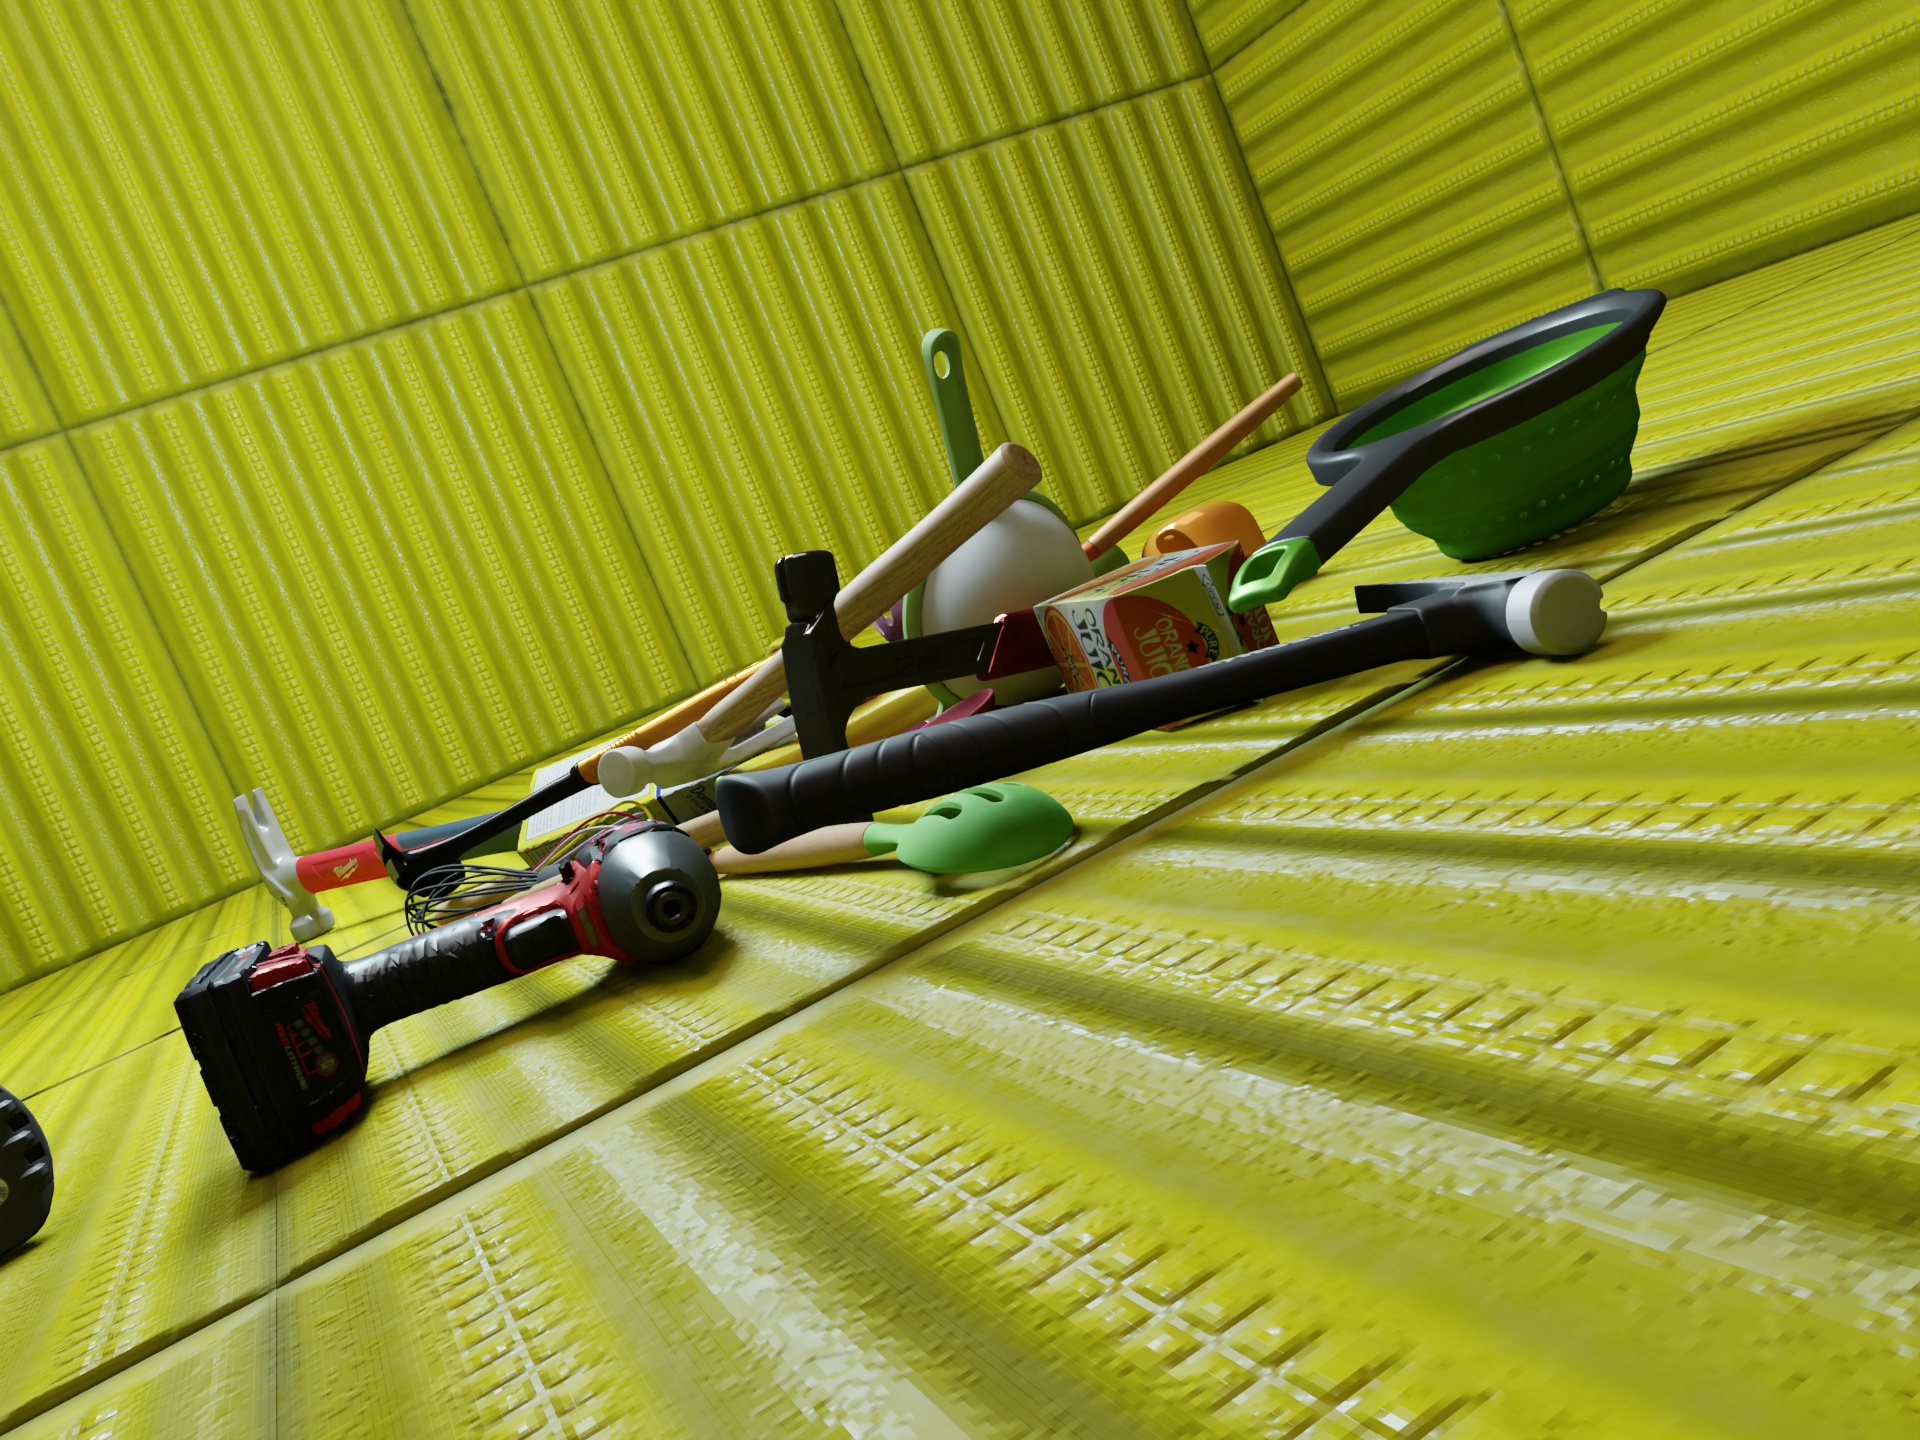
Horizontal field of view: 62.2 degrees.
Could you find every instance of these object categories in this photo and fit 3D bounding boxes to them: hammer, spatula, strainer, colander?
[{"bbox_3d":[-0.076,-0.055,0.955,0.331,0.031,0.130,-38,-13,29],"label":"hammer"},{"bbox_3d":[0.118,-0.130,1.116,0.322,0.041,0.081,-40,-8,1],"label":"spatula"},{"bbox_3d":[-0.466,0.096,1.343,0.386,0.143,0.038,-13,14,32],"label":"hammer"},{"bbox_3d":[0.030,-0.116,0.982,0.151,0.256,0.069,-31,32,-28],"label":"strainer"},{"bbox_3d":[0.259,-0.116,0.838,0.204,0.094,0.397,-16,17,46],"label":"colander"},{"bbox_3d":[-0.224,0.020,1.062,0.337,0.034,0.127,-29,-9,-10],"label":"hammer"},{"bbox_3d":[0.068,-0.006,0.631,0.334,0.035,0.146,-15,6,-9],"label":"hammer"},{"bbox_3d":[0.046,-0.038,0.924,0.037,0.149,0.359,-12,1,45],"label":"hammer"}]

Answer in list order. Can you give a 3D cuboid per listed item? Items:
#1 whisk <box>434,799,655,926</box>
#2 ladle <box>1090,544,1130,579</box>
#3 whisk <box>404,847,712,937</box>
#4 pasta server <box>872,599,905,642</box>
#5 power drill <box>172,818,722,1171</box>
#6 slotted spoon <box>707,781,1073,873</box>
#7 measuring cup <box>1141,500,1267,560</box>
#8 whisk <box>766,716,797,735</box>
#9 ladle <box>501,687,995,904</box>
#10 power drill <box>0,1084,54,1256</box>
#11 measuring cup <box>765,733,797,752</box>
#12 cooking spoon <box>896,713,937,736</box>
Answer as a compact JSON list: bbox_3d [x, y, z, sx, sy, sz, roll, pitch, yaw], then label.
[{"bbox_3d":[-0.271,0.100,1.037,0.245,0.047,0.051,-21,8,39],"label":"whisk"},{"bbox_3d":[0.002,-0.065,1.371,0.320,0.062,0.078,-24,-22,14],"label":"ladle"},{"bbox_3d":[-0.243,0.101,0.948,0.239,0.055,0.055,-13,10,28],"label":"whisk"},{"bbox_3d":[0.086,-0.098,1.218,0.316,0.040,0.060,-13,-14,-11],"label":"pasta server"},{"bbox_3d":[-0.211,0.105,0.692,0.219,0.078,0.143,-22,7,-18],"label":"power drill"},{"bbox_3d":[-0.053,0.058,0.745,0.070,0.031,0.314,-24,5,-32],"label":"slotted spoon"},{"bbox_3d":[0.154,-0.123,1.080,0.095,0.052,0.173,-27,-19,18],"label":"measuring cup"},{"bbox_3d":[-0.075,-0.020,1.295,0.284,0.070,0.070,-19,6,-13],"label":"whisk"},{"bbox_3d":[-0.108,0.047,0.898,0.315,0.031,0.069,-22,2,-28],"label":"ladle"},{"bbox_3d":[-0.515,0.229,0.694,0.228,0.080,0.190,-19,7,43],"label":"power drill"},{"bbox_3d":[-0.115,0.017,1.179,0.167,0.038,0.083,-21,7,21],"label":"measuring cup"},{"bbox_3d":[-0.002,-0.003,1.066,0.319,0.017,0.069,-27,7,-29],"label":"cooking spoon"}]
